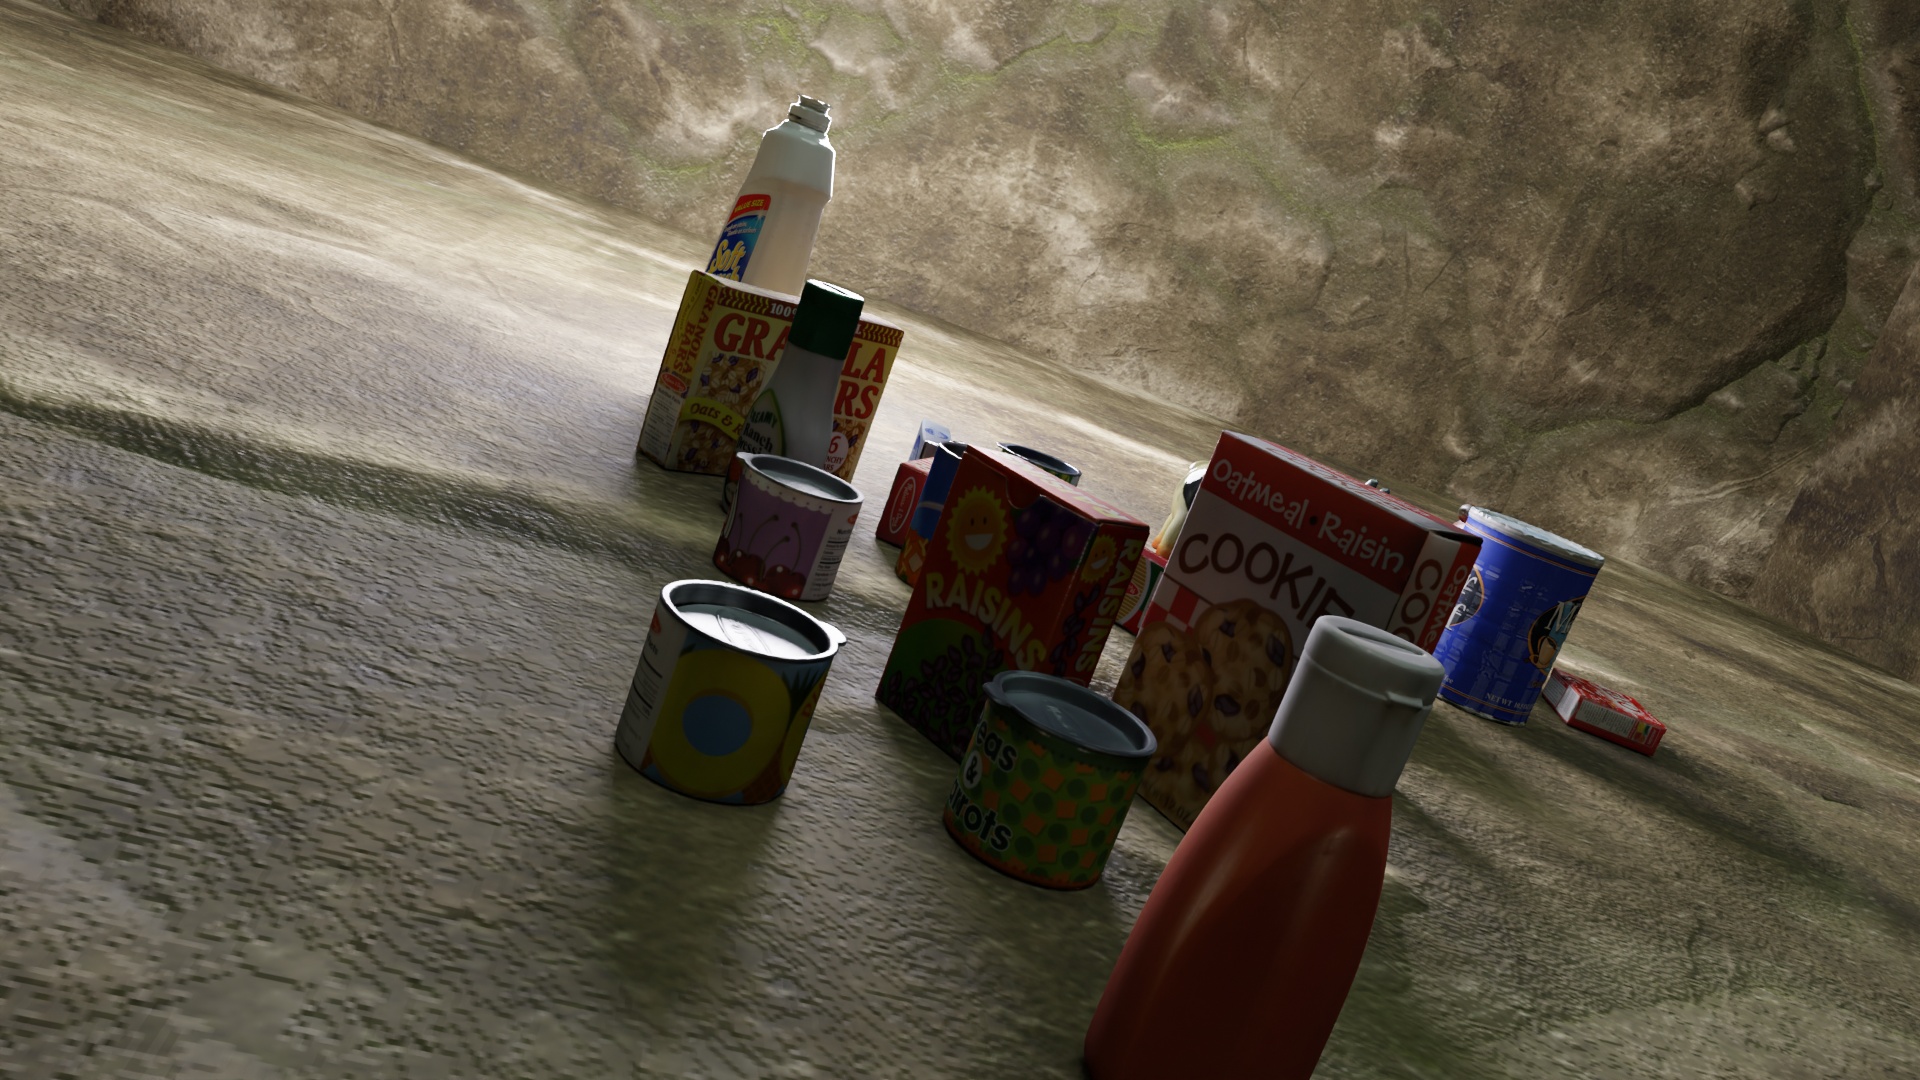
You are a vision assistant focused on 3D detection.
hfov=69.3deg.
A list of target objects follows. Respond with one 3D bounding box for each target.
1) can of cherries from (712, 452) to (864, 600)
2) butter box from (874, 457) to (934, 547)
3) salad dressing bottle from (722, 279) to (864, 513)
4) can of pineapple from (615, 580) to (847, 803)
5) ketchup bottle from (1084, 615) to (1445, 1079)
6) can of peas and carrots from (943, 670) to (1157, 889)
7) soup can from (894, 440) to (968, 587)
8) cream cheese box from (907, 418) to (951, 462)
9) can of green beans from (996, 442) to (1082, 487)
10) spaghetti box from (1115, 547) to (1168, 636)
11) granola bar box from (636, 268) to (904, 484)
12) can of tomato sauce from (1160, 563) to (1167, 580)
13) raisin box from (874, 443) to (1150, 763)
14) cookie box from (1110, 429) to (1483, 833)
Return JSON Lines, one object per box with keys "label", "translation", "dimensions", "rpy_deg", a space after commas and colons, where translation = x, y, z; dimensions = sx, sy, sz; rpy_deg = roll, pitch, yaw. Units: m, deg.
{"label": "can of cherries", "translation": [-0.094, -0.008, 0.737], "dimensions": [0.071, 0.058, 0.071], "rpy_deg": [20, 13, -4]}
{"label": "butter box", "translation": [-0.023, -0.028, 0.941], "dimensions": [0.024, 0.053, 0.104], "rpy_deg": [24, 13, 13]}
{"label": "salad dressing bottle", "translation": [-0.098, -0.079, 0.825], "dimensions": [0.044, 0.147, 0.064], "rpy_deg": [10, 16, -41]}
{"label": "can of pineapple", "translation": [-0.082, 0.054, 0.499], "dimensions": [0.071, 0.057, 0.071], "rpy_deg": [20, 13, -4]}
{"label": "ketchup bottle", "translation": [0.089, 0.095, 0.389], "dimensions": [0.065, 0.148, 0.043], "rpy_deg": [16, 13, -20]}
{"label": "can of peas and carrots", "translation": [0.031, 0.089, 0.526], "dimensions": [0.071, 0.058, 0.071], "rpy_deg": [20, 13, -4]}
{"label": "soup can", "translation": [0.003, -0.011, 0.840], "dimensions": [0.071, 0.083, 0.071], "rpy_deg": [20, 12, -4]}
{"label": "cream cheese box", "translation": [-0.026, -0.057, 1.055], "dimensions": [0.024, 0.053, 0.104], "rpy_deg": [19, 13, -7]}
{"label": "can of green beans", "translation": [0.054, -0.038, 1.091], "dimensions": [0.071, 0.057, 0.071], "rpy_deg": [20, 13, -4]}
{"label": "spaghetti box", "translation": [0.169, 0.066, 0.856], "dimensions": [0.029, 0.050, 0.250], "rpy_deg": [9, 17, -43]}
{"label": "granola bar box", "translation": [-0.125, -0.103, 0.934], "dimensions": [0.039, 0.124, 0.166], "rpy_deg": [30, 16, 37]}
{"label": "can of tomato sauce", "translation": [0.122, 0.061, 0.730], "dimensions": [0.071, 0.083, 0.071], "rpy_deg": [20, 12, -4]}
{"label": "raisin box", "translation": [0.020, 0.032, 0.600], "dimensions": [0.040, 0.123, 0.086], "rpy_deg": [8, 17, -45]}
{"label": "cookie box", "translation": [0.135, 0.050, 0.605], "dimensions": [0.040, 0.167, 0.123], "rpy_deg": [11, 15, -37]}
